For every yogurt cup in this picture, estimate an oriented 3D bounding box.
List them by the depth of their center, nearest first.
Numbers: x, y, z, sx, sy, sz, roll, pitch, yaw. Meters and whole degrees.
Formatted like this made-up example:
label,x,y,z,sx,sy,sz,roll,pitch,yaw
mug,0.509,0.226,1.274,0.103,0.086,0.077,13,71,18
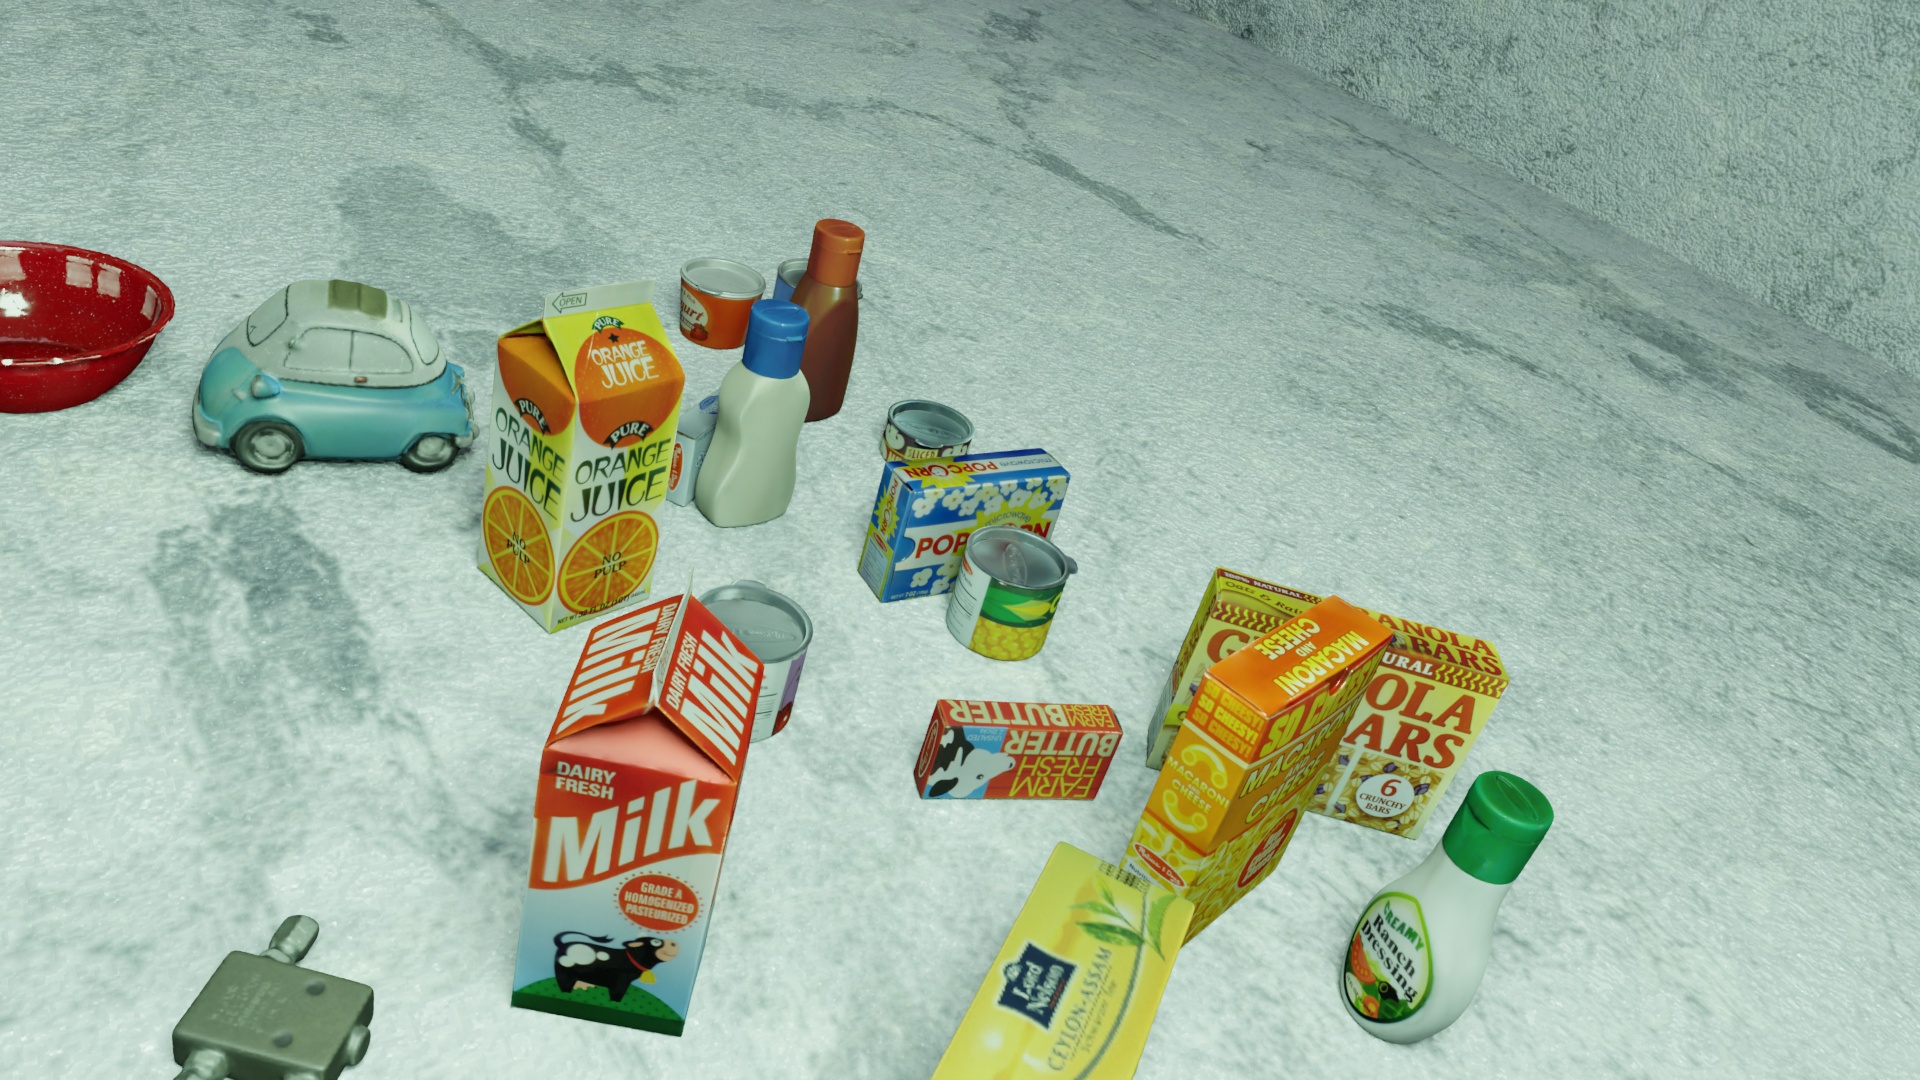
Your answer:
label,x,y,z,sx,sy,sz,roll,pitch,yaw
yogurt cup,-0.193,-0.189,1.111,0.072,0.053,0.073,12,32,-8

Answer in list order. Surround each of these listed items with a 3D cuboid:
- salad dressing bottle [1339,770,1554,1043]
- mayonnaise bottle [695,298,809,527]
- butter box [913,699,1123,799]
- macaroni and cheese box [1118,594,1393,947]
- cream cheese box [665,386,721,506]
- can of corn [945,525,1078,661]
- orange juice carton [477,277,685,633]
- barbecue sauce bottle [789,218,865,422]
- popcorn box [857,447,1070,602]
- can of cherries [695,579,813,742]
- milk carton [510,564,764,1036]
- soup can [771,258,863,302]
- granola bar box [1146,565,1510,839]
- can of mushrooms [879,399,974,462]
label,x,y,z,sx,sy,sz,roll,pitch,yaw
salad dressing bottle,0.228,0.173,0.654,0.044,0.146,0.064,2,34,-23
mayonnaise bottle,-0.127,-0.079,0.881,0.065,0.147,0.041,-14,43,-40
butter box,0.031,0.113,0.745,0.104,0.052,0.024,4,33,-20
macaroni and cheese box,0.139,0.118,0.679,0.040,0.165,0.124,36,36,29
cream cheese box,-0.167,-0.069,0.935,0.024,0.053,0.104,22,32,9
can of corn,0.031,0.033,0.865,0.071,0.058,0.071,12,32,-8
orange juice carton,-0.206,-0.052,0.758,0.073,0.191,0.072,35,36,27
barbecue sauce bottle,-0.102,-0.160,1.019,0.065,0.147,0.044,-17,44,-43
popcorn box,0.003,-0.011,0.896,0.127,0.084,0.038,-7,39,-34
can of cherries,-0.117,0.064,0.745,0.071,0.058,0.072,12,32,-8
milk carton,-0.126,0.104,0.552,0.073,0.189,0.073,13,31,-7
soup can,-0.116,-0.167,1.085,0.071,0.083,0.072,12,31,-8
granola bar box,0.203,0.094,0.789,0.166,0.123,0.039,16,31,-2
can of mushrooms,-0.025,-0.074,1.030,0.071,0.033,0.071,12,32,-8
